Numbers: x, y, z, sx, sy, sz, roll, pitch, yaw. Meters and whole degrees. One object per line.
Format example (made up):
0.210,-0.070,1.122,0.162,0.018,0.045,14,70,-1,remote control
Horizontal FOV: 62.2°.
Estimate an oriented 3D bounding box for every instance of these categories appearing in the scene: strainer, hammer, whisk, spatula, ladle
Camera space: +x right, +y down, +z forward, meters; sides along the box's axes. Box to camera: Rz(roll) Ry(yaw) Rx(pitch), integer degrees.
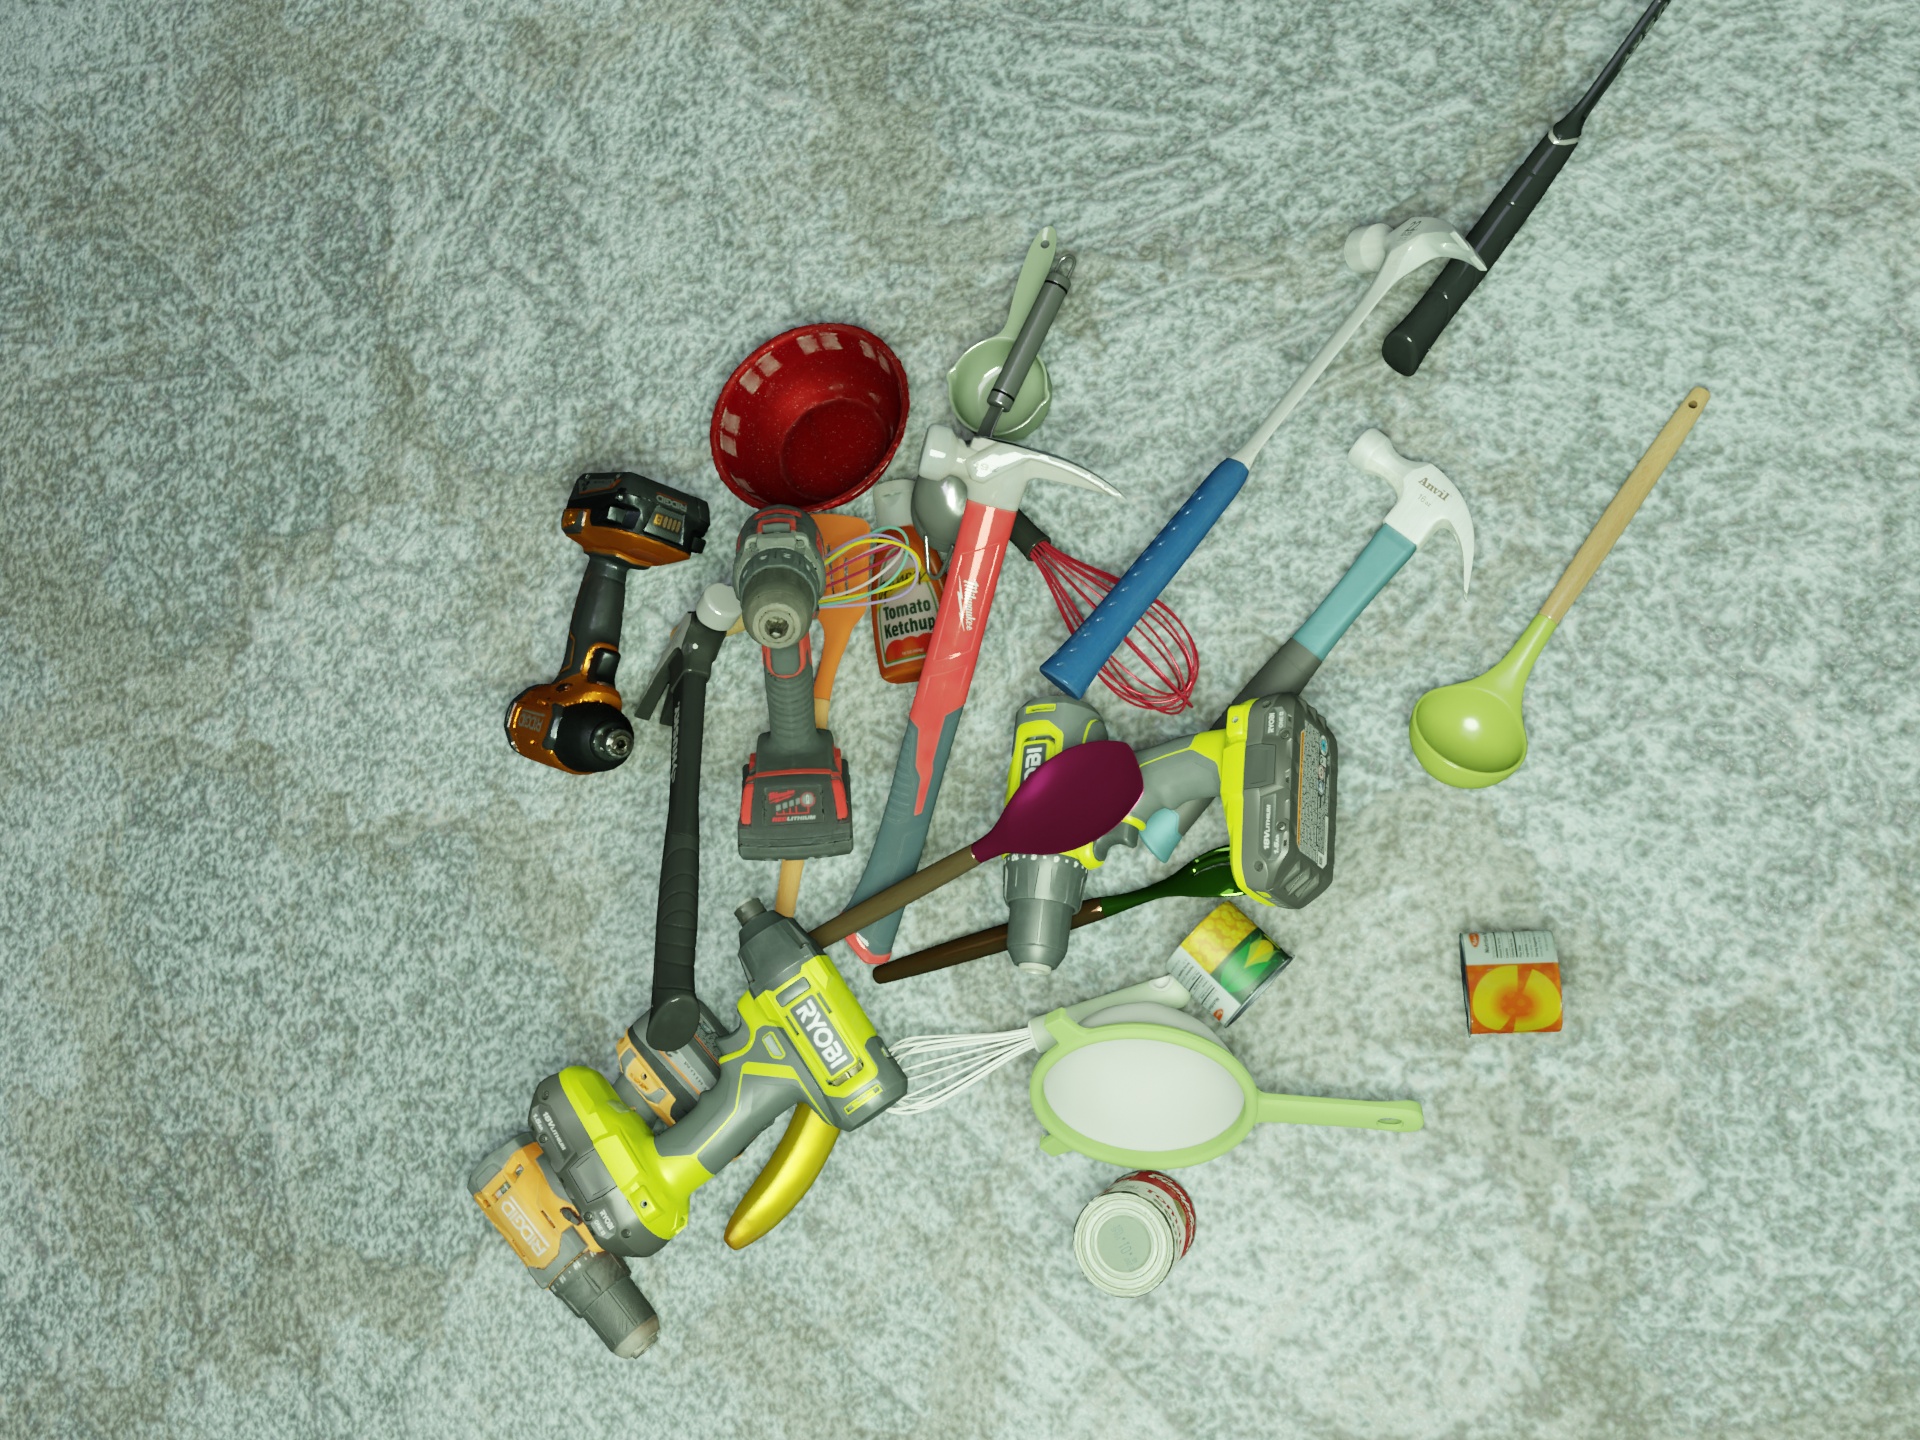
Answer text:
0.176,0.235,1.064,0.256,0.151,0.069,3,41,5,strainer
0.195,-0.180,1.070,0.035,0.144,0.405,40,87,-22,hammer
0.232,-0.040,1.113,0.128,0.033,0.331,40,94,18,hammer
0.070,-0.113,1.157,0.073,0.073,0.296,-45,68,6,whisk
-0.002,-0.004,1.122,0.143,0.038,0.386,14,104,-6,hammer
-0.130,-0.094,1.183,0.245,0.047,0.051,-16,78,35,whisk
0.421,-0.413,1.079,0.036,0.149,0.409,39,103,18,hammer
-0.116,0.006,1.201,0.081,0.041,0.322,6,85,33,spatula
0.023,-0.226,1.156,0.087,0.050,0.258,22,84,35,strainer
-0.197,0.072,1.117,0.146,0.035,0.335,-48,36,44,hammer
0.407,-0.092,1.059,0.078,0.062,0.320,34,90,17,ladle
0.046,0.227,1.126,0.246,0.058,0.059,-20,112,9,whisk

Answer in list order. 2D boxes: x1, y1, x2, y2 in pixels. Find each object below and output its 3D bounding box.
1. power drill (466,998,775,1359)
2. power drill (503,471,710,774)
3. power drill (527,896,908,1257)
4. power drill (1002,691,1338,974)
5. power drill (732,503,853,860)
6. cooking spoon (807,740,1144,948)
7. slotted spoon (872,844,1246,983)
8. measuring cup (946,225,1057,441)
-0.236,0.339,1.171,0.226,0.084,0.185,-45,75,10,power drill
-0.265,-0.069,1.203,0.164,0.084,0.226,11,84,54,power drill
-0.170,0.242,1.083,0.223,0.080,0.171,-35,76,-2,power drill
0.127,0.072,1.060,0.228,0.080,0.191,-7,66,34,power drill
-0.116,-0.019,1.068,0.080,0.188,0.226,-3,113,-4,power drill
-0.008,0.102,1.094,0.319,0.017,0.069,-30,60,25,cooking spoon
0.077,0.140,1.124,0.314,0.070,0.031,-19,102,18,slotted spoon
0.046,-0.289,1.200,0.083,0.038,0.167,16,85,17,measuring cup
